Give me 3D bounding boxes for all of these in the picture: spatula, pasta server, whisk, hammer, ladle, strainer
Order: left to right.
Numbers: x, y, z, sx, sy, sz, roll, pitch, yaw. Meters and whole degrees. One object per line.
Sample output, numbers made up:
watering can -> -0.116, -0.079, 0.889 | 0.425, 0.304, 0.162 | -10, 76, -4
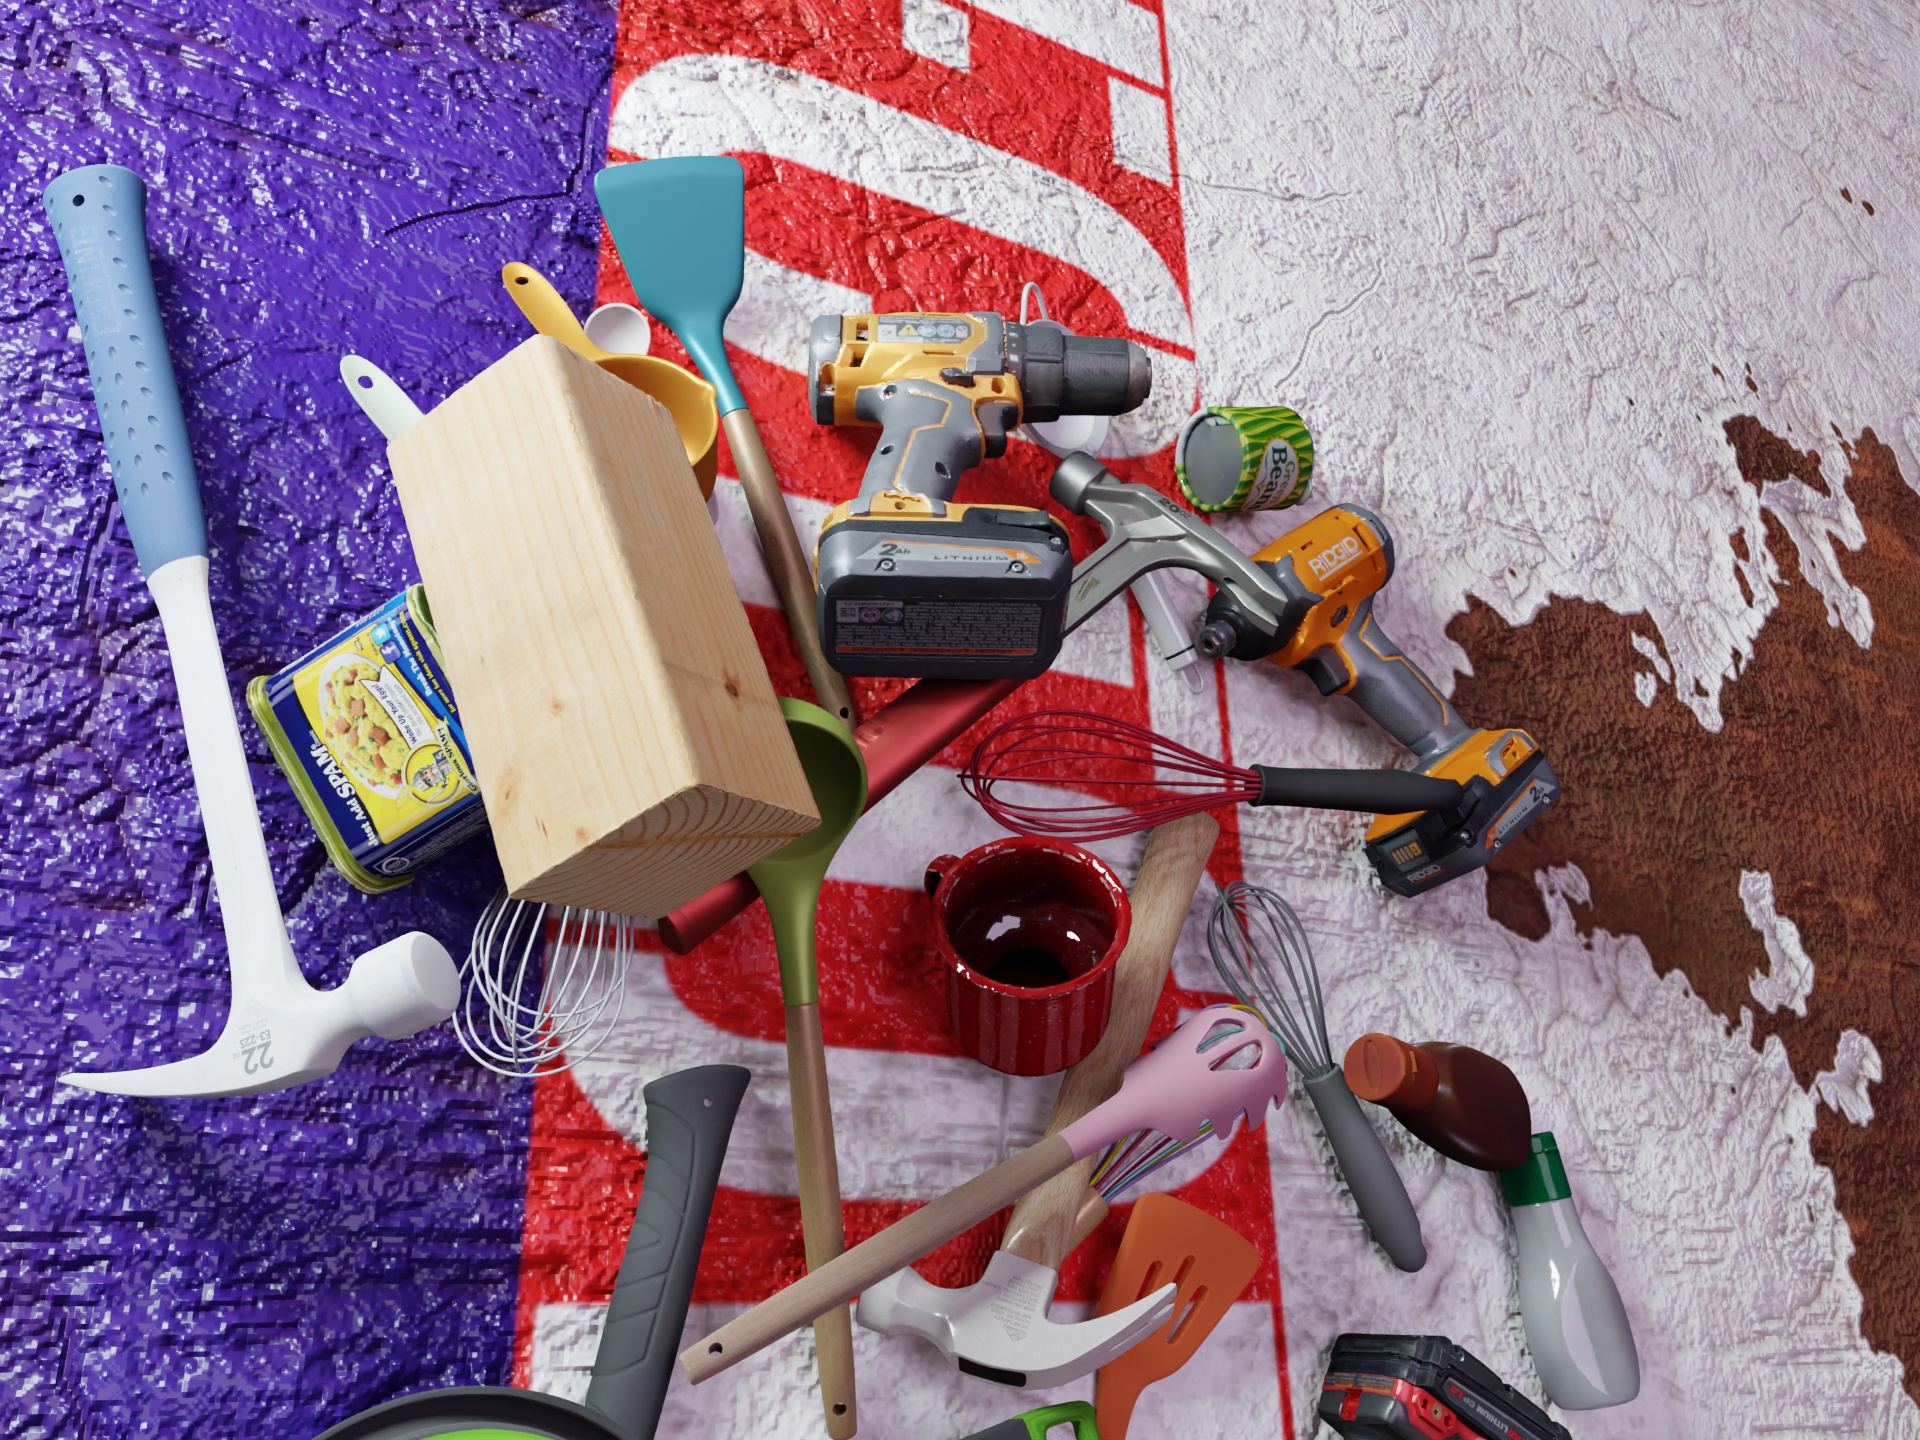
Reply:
hammer -> -0.313, -0.047, 0.629 | 0.144, 0.035, 0.406 | -24, 72, 8
whisk -> -0.163, 0.023, 0.713 | 0.070, 0.070, 0.285 | 23, 55, -22
hammer -> -0.134, 0.297, 0.626 | 0.146, 0.035, 0.335 | 23, 59, -21
spatula -> -0.107, -0.138, 0.820 | 0.082, 0.044, 0.317 | -16, 81, -26
ladle -> -0.066, 0.149, 0.679 | 0.078, 0.062, 0.320 | -6, 88, -2
hammer -> -0.001, -0.003, 0.785 | 0.149, 0.036, 0.359 | 40, 62, 21
pasta server -> 0.023, 0.204, 0.697 | 0.316, 0.040, 0.060 | -23, 57, -25
spatula -> 0.061, 0.377, 0.711 | 0.081, 0.041, 0.323 | 34, 57, -21
strainer -> 0.082, -0.130, 0.938 | 0.087, 0.050, 0.258 | -28, 92, -45
hammer -> 0.073, 0.169, 0.787 | 0.130, 0.031, 0.331 | 15, 49, 15
whisk -> 0.081, 0.225, 0.785 | 0.245, 0.051, 0.047 | -36, 136, -32
whisk -> 0.140, 0.034, 0.856 | 0.295, 0.073, 0.073 | 3, 68, -16
whisk -> 0.197, 0.195, 0.873 | 0.055, 0.055, 0.239 | -26, 90, -37

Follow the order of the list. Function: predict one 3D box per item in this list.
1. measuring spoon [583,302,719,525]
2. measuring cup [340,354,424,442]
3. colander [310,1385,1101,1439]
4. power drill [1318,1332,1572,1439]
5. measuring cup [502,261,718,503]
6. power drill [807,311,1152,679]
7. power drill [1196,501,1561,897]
measuring spoon -> -0.155, -0.155, 0.815 | 0.034, 0.018, 0.124 | -26, 92, -1
measuring cup -> -0.231, -0.093, 0.728 | 0.167, 0.038, 0.083 | 51, 53, -1
colander -> -0.090, 0.319, 0.562 | 0.397, 0.094, 0.205 | -7, 73, -33
power drill -> 0.212, 0.424, 0.766 | 0.143, 0.078, 0.220 | 39, 58, -12
measuring cup -> -0.183, -0.157, 0.782 | 0.095, 0.052, 0.174 | -25, 60, -23
power drill -> 0.013, -0.127, 0.807 | 0.185, 0.084, 0.226 | 1, 49, -3
power drill -> 0.245, -0.011, 0.966 | 0.164, 0.084, 0.226 | -31, 84, -36
